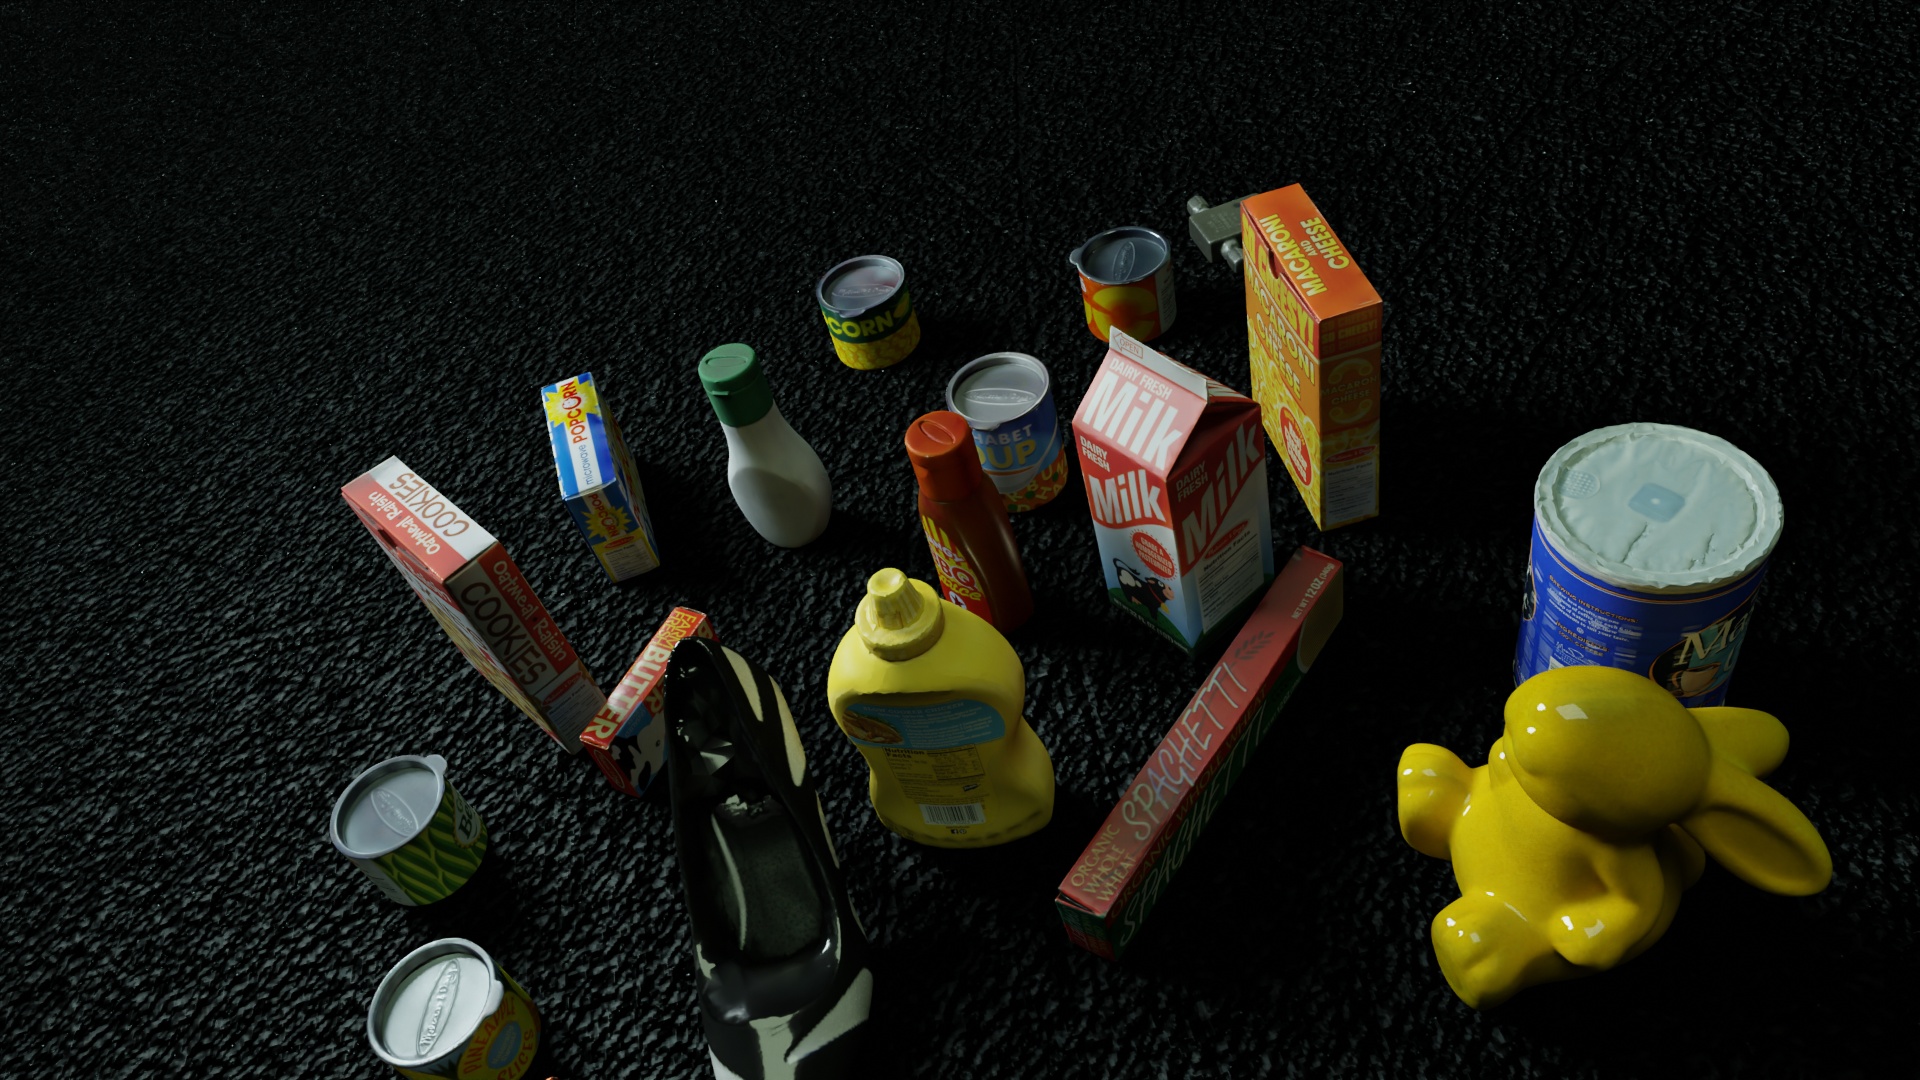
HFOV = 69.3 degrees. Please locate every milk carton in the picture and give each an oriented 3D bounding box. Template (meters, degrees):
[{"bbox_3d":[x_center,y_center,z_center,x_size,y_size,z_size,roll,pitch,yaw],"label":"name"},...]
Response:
[{"bbox_3d":[0.118,-0.031,0.761,0.074,0.189,0.072,-38,49,-19],"label":"milk carton"}]

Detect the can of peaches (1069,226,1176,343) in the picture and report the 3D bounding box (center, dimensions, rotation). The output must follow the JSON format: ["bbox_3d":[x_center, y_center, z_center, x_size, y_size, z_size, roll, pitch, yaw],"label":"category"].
[{"bbox_3d":[0.117,-0.182,0.994,0.071,0.057,0.071,-8,46,9],"label":"can of peaches"}]

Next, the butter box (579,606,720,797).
[{"bbox_3d":[-0.179,0.095,0.823,0.024,0.053,0.104,13,53,26],"label":"butter box"}]

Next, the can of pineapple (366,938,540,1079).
[{"bbox_3d":[-0.253,0.245,0.701,0.071,0.057,0.071,-8,46,9],"label":"can of pineapple"}]

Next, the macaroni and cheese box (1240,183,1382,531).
[{"bbox_3d":[0.207,-0.106,0.822,0.040,0.165,0.124,-17,46,1],"label":"macaroni and cheese box"}]

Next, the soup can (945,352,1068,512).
[{"bbox_3d":[0.030,-0.067,0.893,0.071,0.083,0.072,-8,47,9],"label":"soup can"}]

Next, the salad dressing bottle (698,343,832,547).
[{"bbox_3d":[-0.125,-0.059,0.885,0.064,0.147,0.044,2,49,18],"label":"salad dressing bottle"}]

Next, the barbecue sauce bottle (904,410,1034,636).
[{"bbox_3d":[0.003,-0.010,0.803,0.044,0.147,0.065,-38,49,-19],"label":"barbecue sauce bottle"}]

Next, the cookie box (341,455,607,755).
[{"bbox_3d":[-0.284,0.041,0.824,0.123,0.166,0.040,30,62,35],"label":"cookie box"}]

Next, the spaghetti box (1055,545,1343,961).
[{"bbox_3d":[0.132,0.106,0.727,0.029,0.050,0.251,22,57,32],"label":"spaghetti box"}]

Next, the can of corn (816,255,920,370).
[{"bbox_3d":[-0.068,-0.167,1.032,0.071,0.058,0.071,-8,46,9],"label":"can of corn"}]

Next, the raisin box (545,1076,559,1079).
[{"bbox_3d":[-0.183,0.289,0.595,0.086,0.122,0.040,-27,47,-9],"label":"raisin box"}]

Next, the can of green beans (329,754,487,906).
[{"bbox_3d":[-0.313,0.166,0.792,0.071,0.057,0.071,-8,46,9],"label":"can of green beans"}]

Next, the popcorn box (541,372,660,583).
[{"bbox_3d":[-0.246,-0.044,0.949,0.038,0.084,0.127,-22,46,-5],"label":"popcorn box"}]
